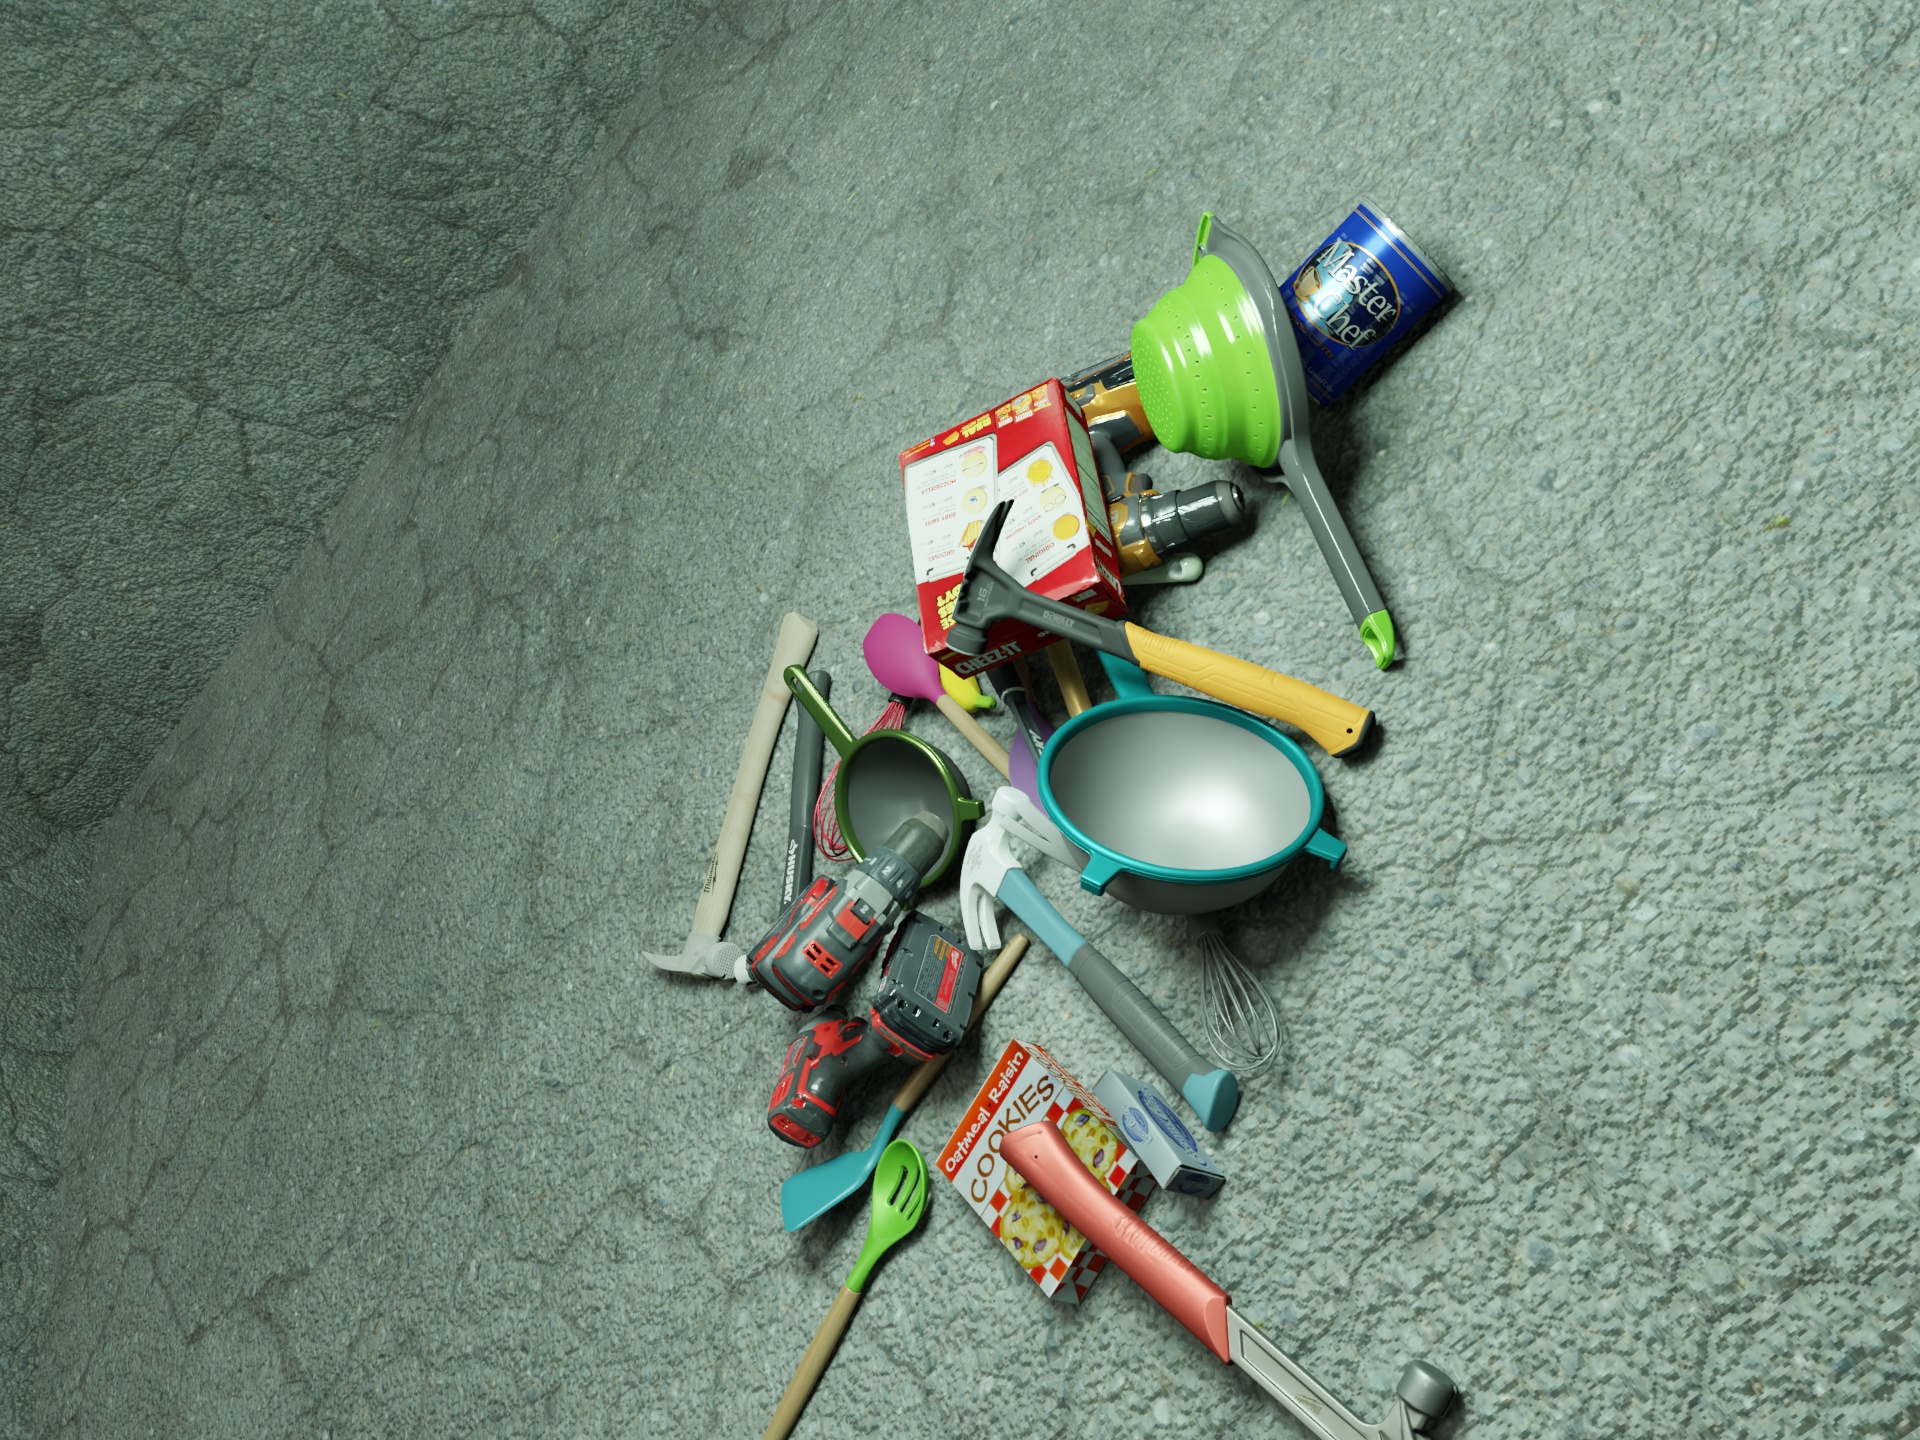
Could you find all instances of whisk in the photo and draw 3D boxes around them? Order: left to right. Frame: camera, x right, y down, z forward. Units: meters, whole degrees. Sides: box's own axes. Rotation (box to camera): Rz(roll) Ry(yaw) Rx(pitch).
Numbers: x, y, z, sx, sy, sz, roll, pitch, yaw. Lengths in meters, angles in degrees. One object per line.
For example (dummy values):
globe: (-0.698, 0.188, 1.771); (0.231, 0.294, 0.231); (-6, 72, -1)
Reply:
whisk: (-0.069, 0.002, 1.561); (0.073, 0.073, 0.296); (5, 67, 49)
whisk: (0.079, -0.094, 1.419); (0.047, 0.051, 0.245); (-28, 68, 26)
whisk: (0.118, -0.134, 1.451); (0.246, 0.059, 0.057); (1, 105, 44)
whisk: (0.186, 0.166, 1.194); (0.055, 0.055, 0.239); (-42, 38, 23)

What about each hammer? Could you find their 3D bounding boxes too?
hammer: (-0.236, 0.076, 1.717); (0.146, 0.038, 0.411); (-5, 64, 48)
hammer: (-0.157, 0.097, 1.618); (0.146, 0.035, 0.335); (-24, 51, 38)
hammer: (0.046, -0.012, 1.376); (0.036, 0.149, 0.409); (-48, 39, 21)
hammer: (0.101, 0.192, 1.241); (0.331, 0.033, 0.128); (44, 119, 43)
hammer: (0.155, -0.058, 1.216); (0.337, 0.034, 0.127); (22, 108, 16)
hammer: (0.148, 0.392, 1.064); (0.359, 0.036, 0.149); (32, 92, 42)

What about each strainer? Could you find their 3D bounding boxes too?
strainer: (-0.072, 0.039, 1.481); (0.256, 0.069, 0.151); (50, 126, 21)
strainer: (0.148, 0.041, 1.244); (0.341, 0.211, 0.095); (-108, 16, -52)

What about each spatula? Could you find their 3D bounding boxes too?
spatula: (-0.045, 0.306, 1.361); (0.317, 0.044, 0.082); (-54, 15, 6)
spatula: (0.055, -0.031, 1.465); (0.060, 0.018, 0.316); (-11, 47, -1)

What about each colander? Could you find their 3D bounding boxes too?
colander: (0.223, -0.208, 1.251); (0.094, 0.204, 0.397); (-19, 70, -4)

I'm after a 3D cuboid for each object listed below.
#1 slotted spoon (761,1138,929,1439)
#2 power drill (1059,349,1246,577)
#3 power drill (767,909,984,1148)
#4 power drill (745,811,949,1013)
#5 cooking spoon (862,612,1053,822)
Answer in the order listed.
slotted spoon: (-0.102, 0.494, 1.325); (0.070, 0.031, 0.314); (29, 92, 52)
power drill: (0.157, -0.226, 1.410); (0.185, 0.084, 0.226); (-18, 49, 26)
power drill: (-0.080, 0.266, 1.378); (0.219, 0.078, 0.143); (-44, 17, 34)
power drill: (-0.098, 0.169, 1.385); (0.188, 0.080, 0.226); (-48, 2, -20)
cooking spoon: (-0.002, -0.005, 1.476); (0.068, 0.017, 0.319); (-53, 50, 11)
